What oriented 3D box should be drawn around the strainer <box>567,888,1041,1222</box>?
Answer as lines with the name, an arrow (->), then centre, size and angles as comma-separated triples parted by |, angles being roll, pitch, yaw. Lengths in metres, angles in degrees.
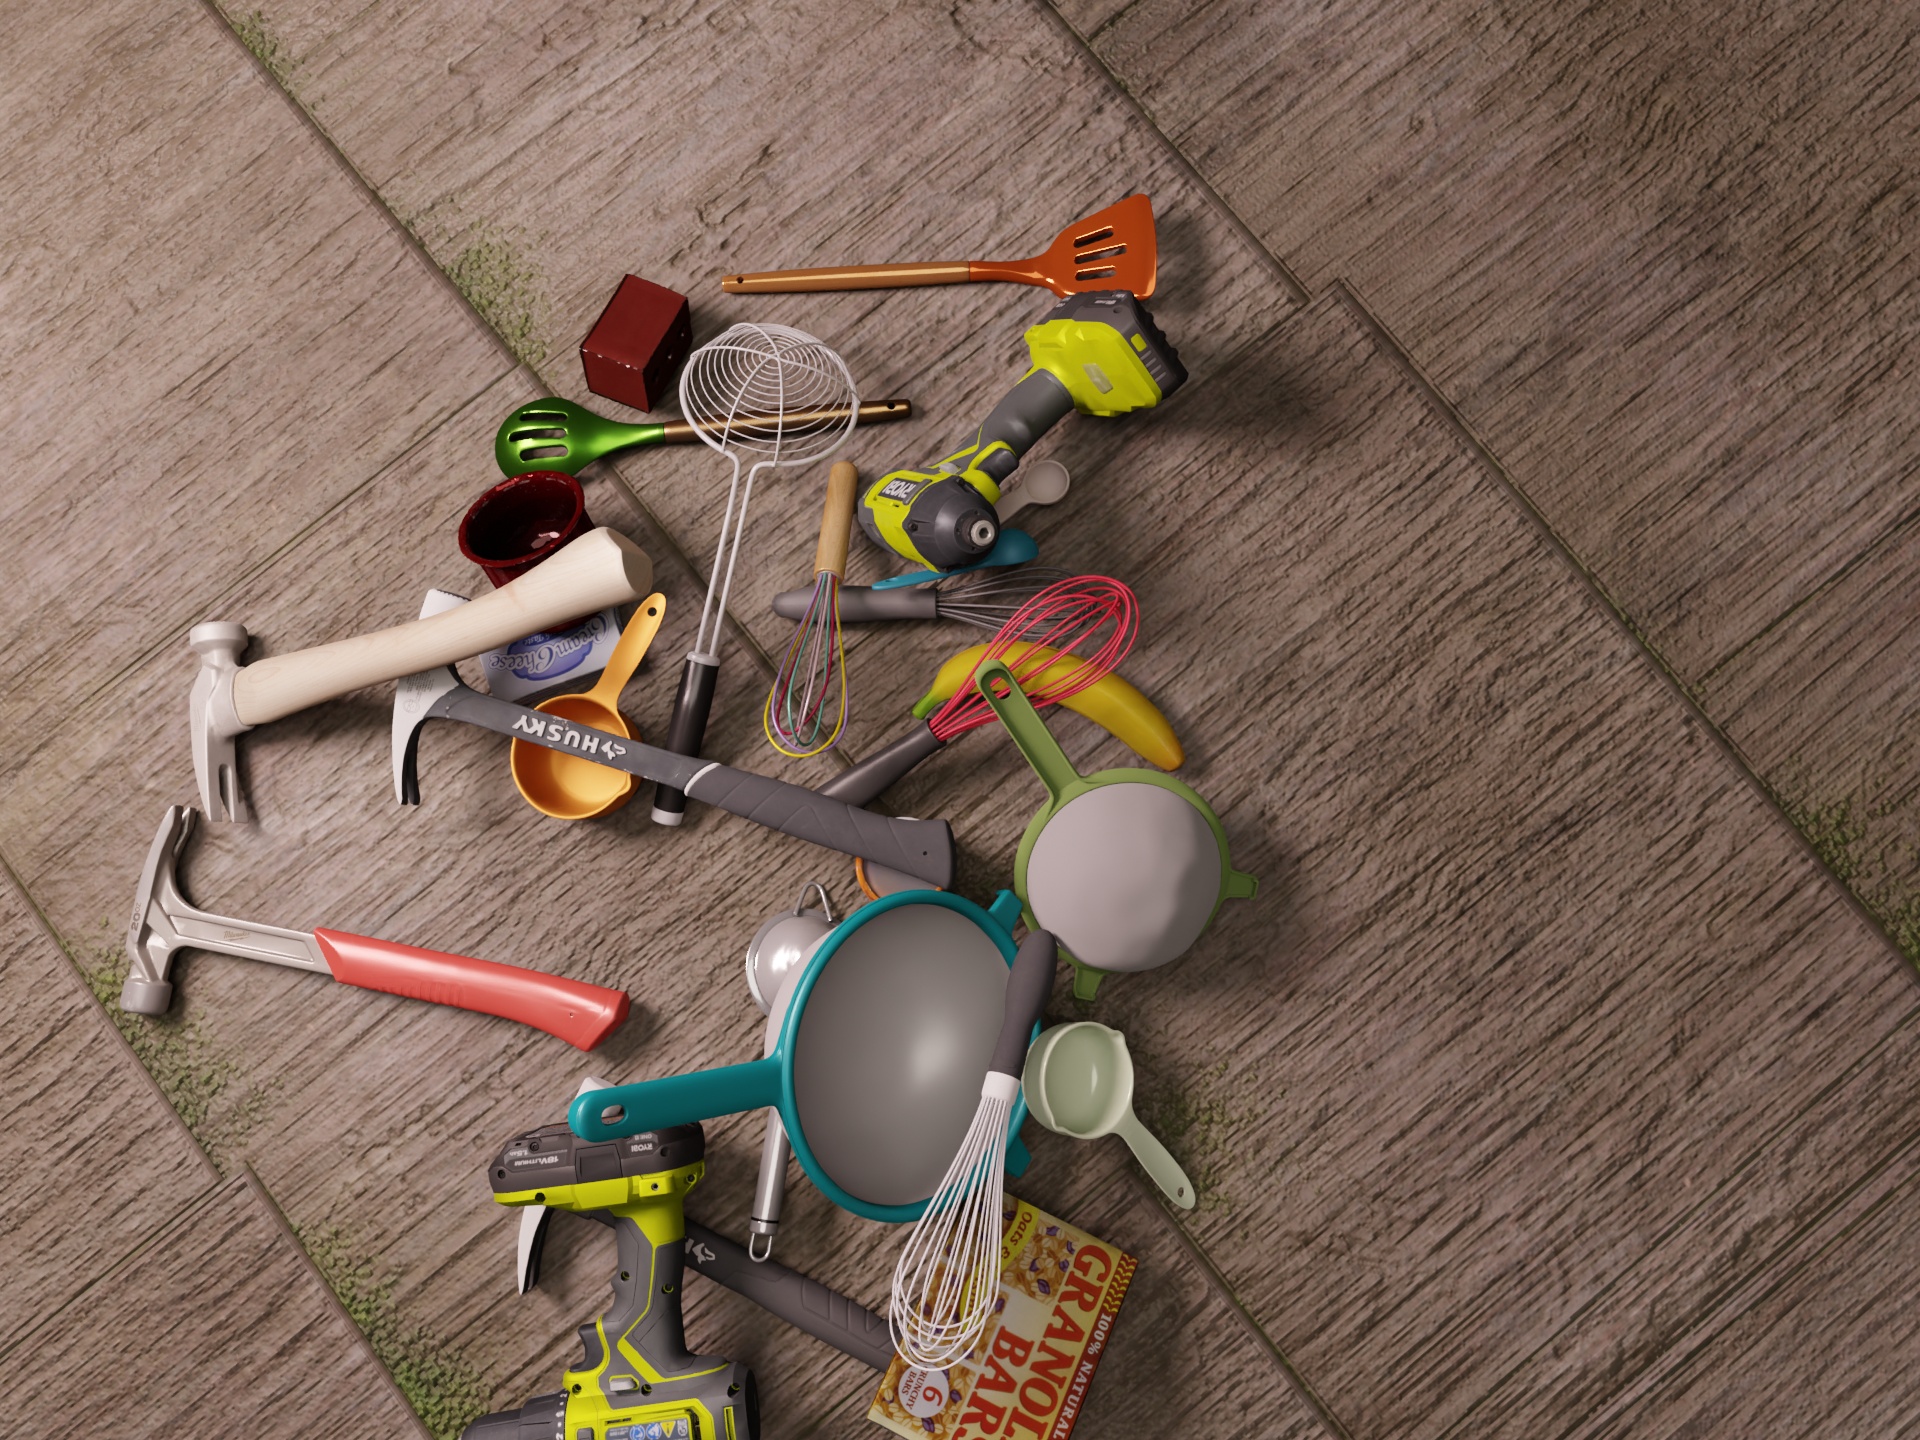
strainer -> -0.103, 0.217, 1.011 | 0.340, 0.095, 0.211 | -2, 90, -38

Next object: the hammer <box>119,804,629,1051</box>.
hammer -> -0.411, 0.164, 1.128 | 0.359, 0.036, 0.149 | 10, 83, 4

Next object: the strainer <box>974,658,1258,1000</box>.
strainer -> 0.086, 0.071, 1.051 | 0.151, 0.069, 0.256 | -33, 109, 4

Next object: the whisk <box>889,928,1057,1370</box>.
whisk -> 0.018, 0.266, 1.011 | 0.070, 0.070, 0.285 | 16, 68, 5

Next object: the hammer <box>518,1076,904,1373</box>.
hammer -> -0.145, 0.385, 1.087 | 0.335, 0.035, 0.146 | 26, 83, 5

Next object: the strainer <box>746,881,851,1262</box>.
strainer -> -0.114, 0.237, 1.087 | 0.086, 0.050, 0.258 | 13, 77, -20

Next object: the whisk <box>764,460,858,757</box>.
whisk -> -0.099, -0.082, 1.108 | 0.047, 0.051, 0.245 | -13, 55, 29

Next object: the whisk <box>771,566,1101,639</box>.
whisk -> -0.019, -0.082, 1.139 | 0.239, 0.055, 0.055 | 0, 82, 7

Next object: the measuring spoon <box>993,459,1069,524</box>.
measuring spoon -> 0.026, -0.148, 1.165 | 0.124, 0.018, 0.034 | -32, 69, 5

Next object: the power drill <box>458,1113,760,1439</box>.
power drill -> -0.239, 0.380, 1.036 | 0.190, 0.080, 0.228 | -8, 84, 0

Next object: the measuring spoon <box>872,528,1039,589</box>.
measuring spoon -> -0.004, -0.116, 1.127 | 0.128, 0.042, 0.021 | -16, 111, -21

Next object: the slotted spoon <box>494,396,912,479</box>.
slotted spoon -> -0.192, -0.218, 1.176 | 0.313, 0.031, 0.070 | -5, 79, 0

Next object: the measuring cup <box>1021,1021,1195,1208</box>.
measuring cup -> 0.102, 0.274, 1.081 | 0.167, 0.038, 0.083 | 52, 59, -18

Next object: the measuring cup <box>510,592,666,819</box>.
measuring cup -> -0.249, -0.010, 1.133 | 0.095, 0.052, 0.173 | 28, 86, 7

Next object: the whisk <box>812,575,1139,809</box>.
whisk -> -0.002, -0.004, 1.097 | 0.296, 0.073, 0.073 | -35, 82, 16

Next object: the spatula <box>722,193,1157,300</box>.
spatula -> -0.018, -0.335, 1.177 | 0.322, 0.041, 0.081 | -2, 83, 3

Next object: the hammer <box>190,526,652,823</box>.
hammer -> -0.372, -0.038, 1.064 | 0.410, 0.038, 0.146 | -14, 78, 28

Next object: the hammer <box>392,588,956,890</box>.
hammer -> -0.196, 0.039, 1.080 | 0.409, 0.036, 0.149 | 18, 88, 6

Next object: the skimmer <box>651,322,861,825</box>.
skimmer -> -0.167, -0.106, 1.145 | 0.127, 0.090, 0.363 | 14, 97, -4

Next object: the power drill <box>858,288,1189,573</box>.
power drill -> 0.042, -0.193, 1.094 | 0.223, 0.171, 0.080 | -45, 114, -8
